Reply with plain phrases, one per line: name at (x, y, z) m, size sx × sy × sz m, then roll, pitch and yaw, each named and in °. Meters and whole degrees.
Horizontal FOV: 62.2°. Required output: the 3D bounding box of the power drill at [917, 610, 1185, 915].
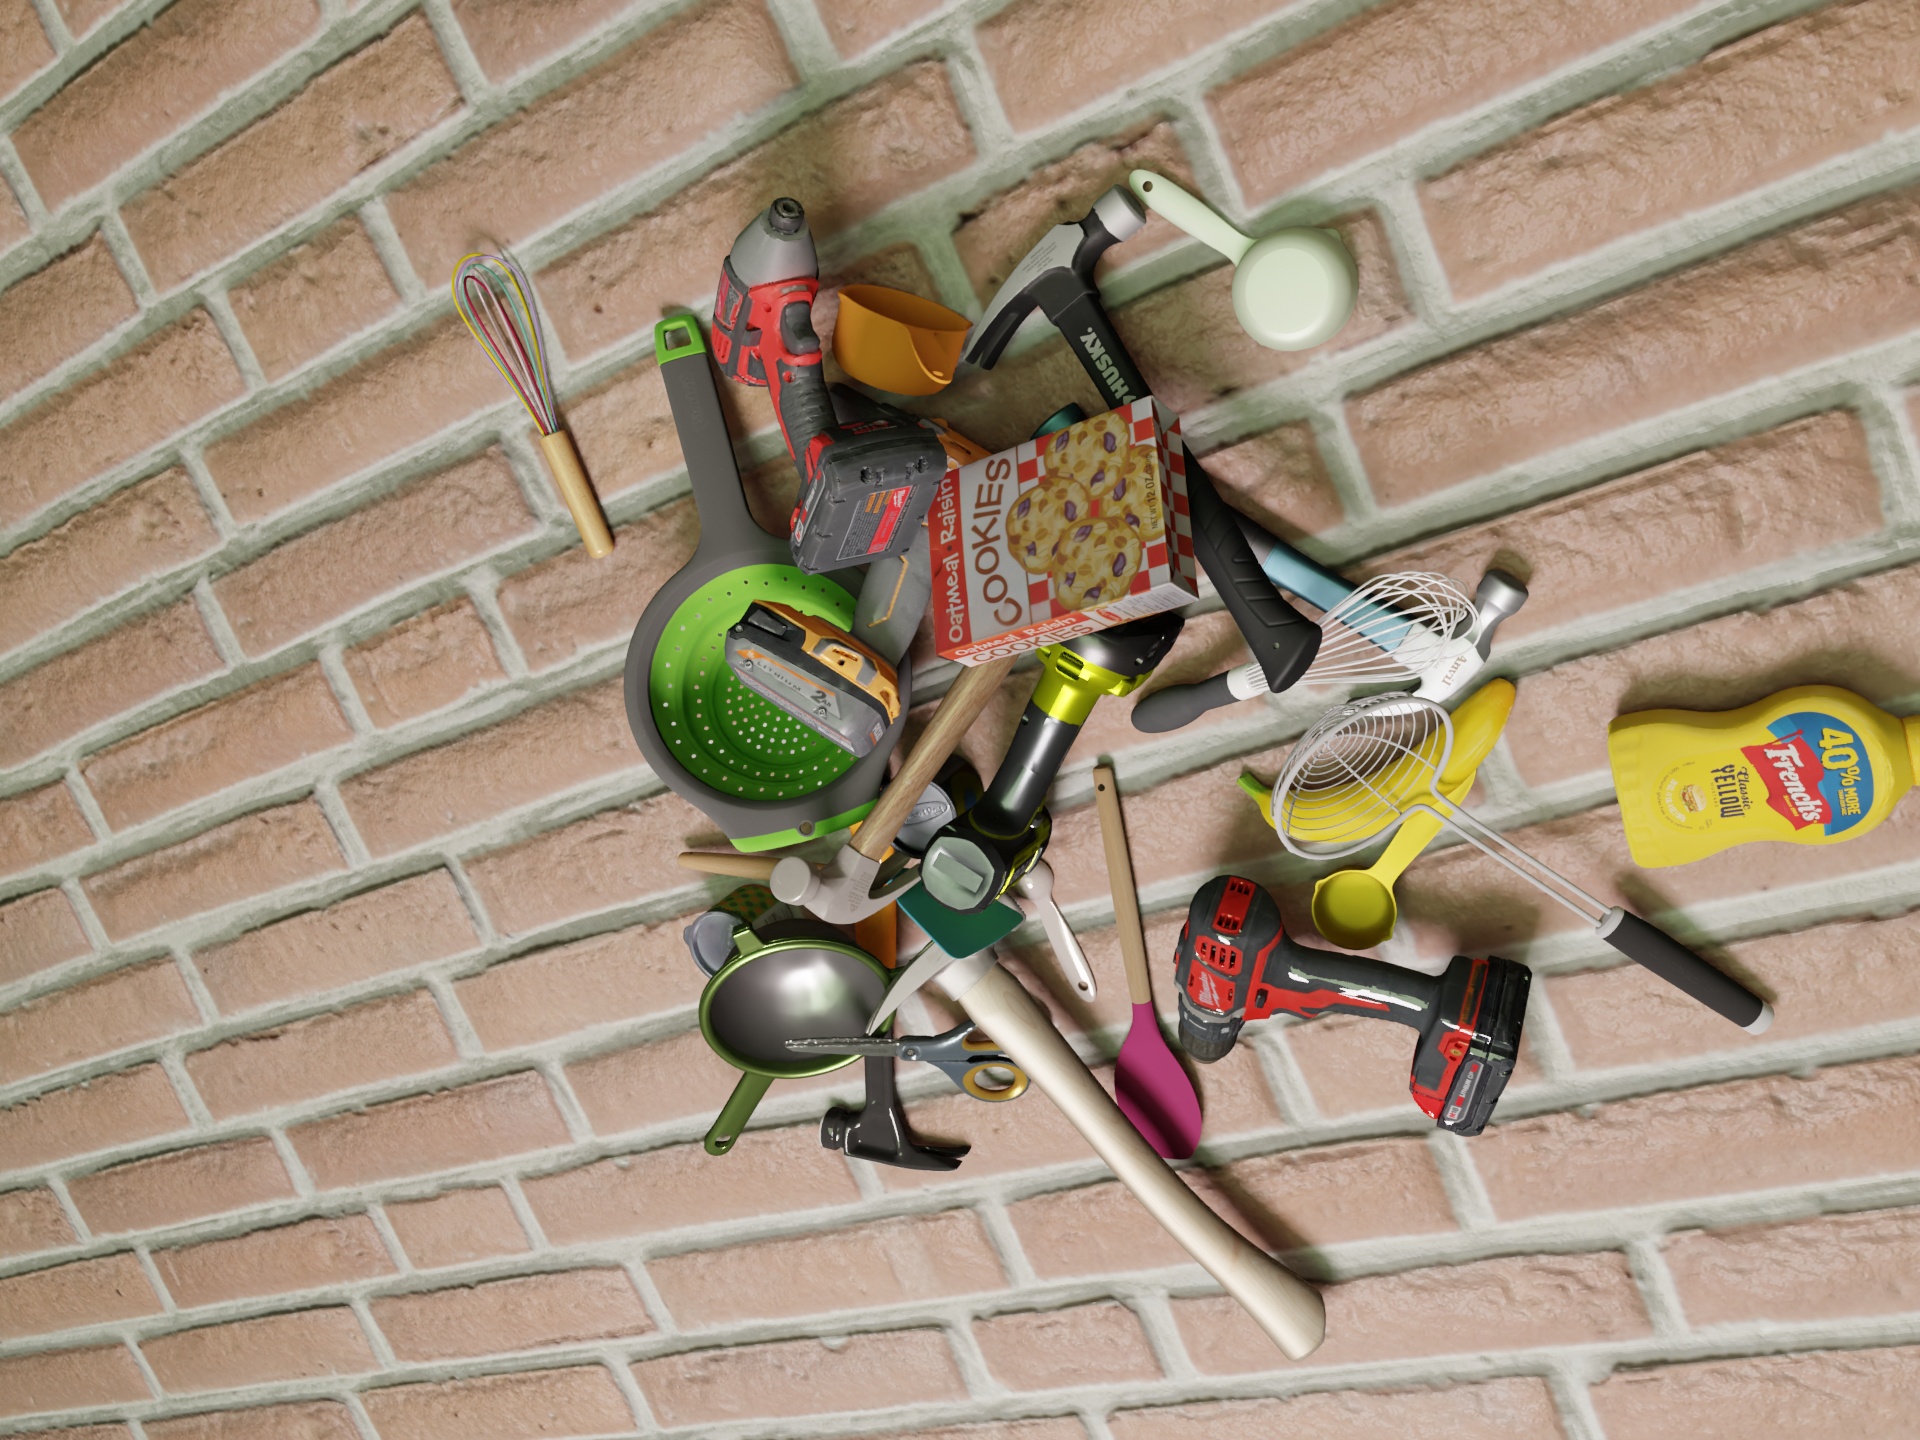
power drill at (0.061, 0.014, 1.082) m, size 0.080 × 0.171 × 0.223 m, roll 31°, pitch 108°, yaw 12°

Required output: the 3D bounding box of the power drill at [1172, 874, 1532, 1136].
power drill at (0.254, 0.203, 1.088) m, size 0.227 × 0.080 × 0.187 m, roll 17°, pitch 140°, yaw 15°

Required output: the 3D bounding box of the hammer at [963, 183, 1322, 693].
hammer at (0.123, -0.164, 0.998) m, size 0.146 × 0.035 × 0.335 m, roll -36°, pitch 71°, yaw 26°

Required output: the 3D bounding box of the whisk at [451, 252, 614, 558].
whisk at (-0.327, -0.239, 1.222) m, size 0.051 × 0.047 × 0.245 m, roll -16°, pitch 104°, yaw 25°

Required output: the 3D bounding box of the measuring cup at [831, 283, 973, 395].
measuring cup at (-0.034, -0.232, 1.036) m, size 0.095 × 0.174 × 0.052 m, roll 9°, pitch 120°, yaw -19°

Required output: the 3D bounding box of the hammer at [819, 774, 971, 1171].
hammer at (-0.060, 0.202, 1.261) m, size 0.127 × 0.034 × 0.336 m, roll 6°, pitch 109°, yaw 22°

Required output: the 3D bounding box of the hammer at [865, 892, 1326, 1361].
hammer at (0.111, 0.319, 1.176) m, size 0.146 × 0.038 × 0.410 m, roll -42°, pitch 90°, yaw -10°

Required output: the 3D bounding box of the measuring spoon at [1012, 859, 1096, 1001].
measuring spoon at (0.071, 0.161, 1.200) m, size 0.034 × 0.018 × 0.124 m, roll -23°, pitch 98°, yaw 27°

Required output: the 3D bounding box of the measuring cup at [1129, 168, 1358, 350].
measuring cup at (0.170, -0.294, 0.993) m, size 0.167 × 0.038 × 0.083 m, roll 36°, pitch 117°, yaw 6°

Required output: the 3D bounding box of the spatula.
spatula at (-0.102, 0.128, 1.207) m, size 0.318 × 0.082 × 0.044 m, roll 2°, pitch 108°, yaw 38°

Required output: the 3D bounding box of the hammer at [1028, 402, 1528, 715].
hammer at (0.192, -0.116, 1.049) m, size 0.331 × 0.033 × 0.128 m, roll 32°, pitch 116°, yaw 10°

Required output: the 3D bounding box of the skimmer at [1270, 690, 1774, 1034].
skimmer at (0.358, 0.106, 0.986) m, size 0.363 × 0.090 × 0.127 m, roll 33°, pitch 111°, yaw -3°

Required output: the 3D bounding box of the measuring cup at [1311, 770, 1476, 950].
measuring cup at (0.299, 0.088, 1.082) m, size 0.062 × 0.029 × 0.156 m, roll 37°, pitch 106°, yaw 9°

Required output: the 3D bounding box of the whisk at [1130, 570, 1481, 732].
whisk at (0.206, -0.035, 1.016) m, size 0.284 × 0.070 × 0.070 m, roll -22°, pitch 99°, yaw 50°

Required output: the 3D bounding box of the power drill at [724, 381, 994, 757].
power drill at (-0.071, -0.113, 1.087) m, size 0.185 × 0.084 × 0.226 m, roll 32°, pitch 80°, yaw 9°

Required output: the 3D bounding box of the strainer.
strainer at (-0.149, 0.241, 1.249) m, size 0.151 × 0.069 × 0.256 m, roll 16°, pitch 124°, yaw -22°

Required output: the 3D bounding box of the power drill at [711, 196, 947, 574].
power drill at (-0.094, -0.216, 1.013) m, size 0.220 × 0.078 × 0.143 m, roll 65°, pitch 152°, yaw 21°

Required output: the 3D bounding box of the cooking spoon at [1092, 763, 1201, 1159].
cooking spoon at (0.131, 0.184, 1.183) m, size 0.069 × 0.017 × 0.318 m, roll -2°, pitch 107°, yaw 32°

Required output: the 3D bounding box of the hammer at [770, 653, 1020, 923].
hammer at (-0.002, -0.003, 1.089) m, size 0.031 × 0.130 × 0.331 m, roll 34°, pitch 90°, yaw 30°

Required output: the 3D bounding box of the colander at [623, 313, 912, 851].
colander at (-0.157, -0.101, 1.173) m, size 0.204 × 0.094 × 0.397 m, roll -15°, pitch 82°, yaw -1°
